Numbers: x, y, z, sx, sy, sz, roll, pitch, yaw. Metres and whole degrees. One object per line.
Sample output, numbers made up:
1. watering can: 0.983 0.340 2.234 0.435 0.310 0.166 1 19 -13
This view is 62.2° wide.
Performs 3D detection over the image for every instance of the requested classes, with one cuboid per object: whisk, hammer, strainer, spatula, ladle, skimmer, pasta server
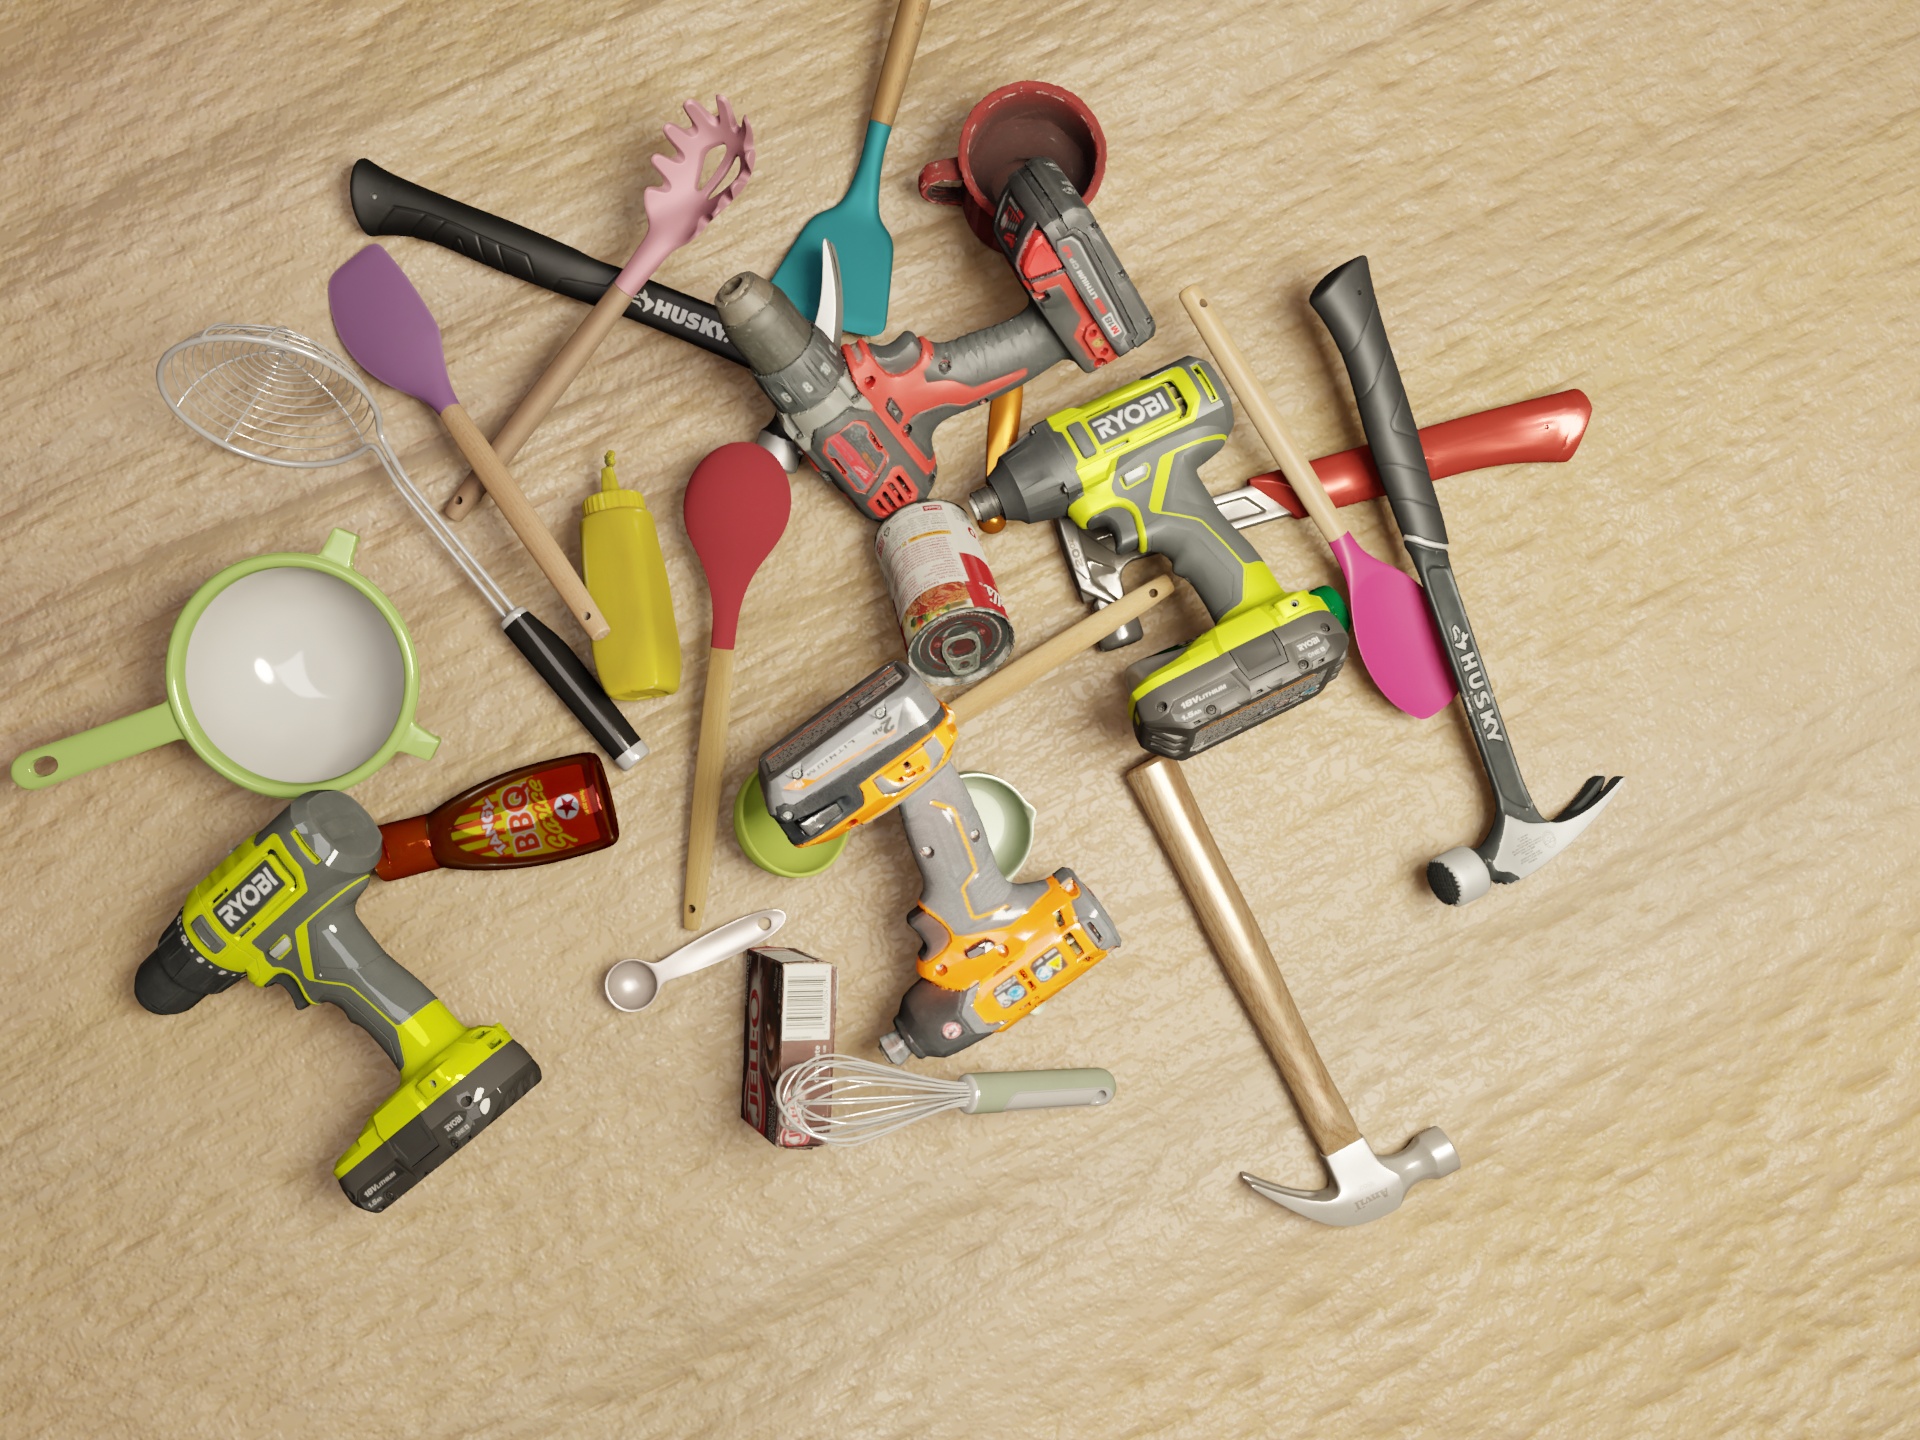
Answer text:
1. whisk: -0.002 0.229 0.970 0.246 0.059 0.057 6 124 -34
2. hammer: 0.194 0.175 1.038 0.130 0.031 0.331 -27 89 -4
3. strainer: -0.457 -0.012 0.994 0.256 0.069 0.151 -20 98 0
4. hammer: -0.234 -0.288 1.023 0.335 0.035 0.146 22 100 1
5. spatula: -0.044 -0.410 1.020 0.082 0.044 0.317 18 104 2
6. ladle: -0.156 -0.021 1.015 0.069 0.031 0.315 7 95 5
7. hammer: 0.308 -0.096 1.015 0.149 0.036 0.409 -22 96 -18
8. ladle: -0.002 -0.003 1.007 0.320 0.062 0.078 -32 98 2
9. spatula: -0.311 -0.174 1.003 0.060 0.018 0.316 -38 77 4
10. skimmer: -0.339 -0.097 0.990 0.363 0.127 0.090 50 47 -5
11. hammer: 0.239 -0.165 1.051 0.359 0.036 0.149 -17 89 -3
12. pasta server: -0.230 -0.249 0.993 0.060 0.040 0.316 43 102 9

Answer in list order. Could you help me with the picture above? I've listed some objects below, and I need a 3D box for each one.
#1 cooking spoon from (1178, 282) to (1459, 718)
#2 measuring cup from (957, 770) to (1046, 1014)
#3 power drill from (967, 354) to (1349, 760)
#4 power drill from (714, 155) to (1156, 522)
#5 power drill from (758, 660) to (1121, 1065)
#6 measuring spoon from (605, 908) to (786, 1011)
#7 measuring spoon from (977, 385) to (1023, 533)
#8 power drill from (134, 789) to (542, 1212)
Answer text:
1. cooking spoon: 0.228 -0.140 1.018 0.069 0.017 0.319 -36 99 -15
2. measuring cup: 0.022 0.111 1.033 0.083 0.038 0.167 -20 100 -5
3. power drill: 0.120 -0.097 0.972 0.171 0.080 0.223 -26 73 -4
4. power drill: -0.018 -0.240 0.960 0.226 0.080 0.187 -33 132 11
5. power drill: -0.026 0.097 0.963 0.164 0.084 0.226 -36 107 -2
6. measuring spoon: -0.171 0.151 1.031 0.124 0.018 0.034 -24 94 -10
7. measuring spoon: 0.027 -0.182 1.052 0.021 0.011 0.117 8 87 -3
8. power drill: -0.388 0.181 0.976 0.190 0.080 0.228 -39 90 16
